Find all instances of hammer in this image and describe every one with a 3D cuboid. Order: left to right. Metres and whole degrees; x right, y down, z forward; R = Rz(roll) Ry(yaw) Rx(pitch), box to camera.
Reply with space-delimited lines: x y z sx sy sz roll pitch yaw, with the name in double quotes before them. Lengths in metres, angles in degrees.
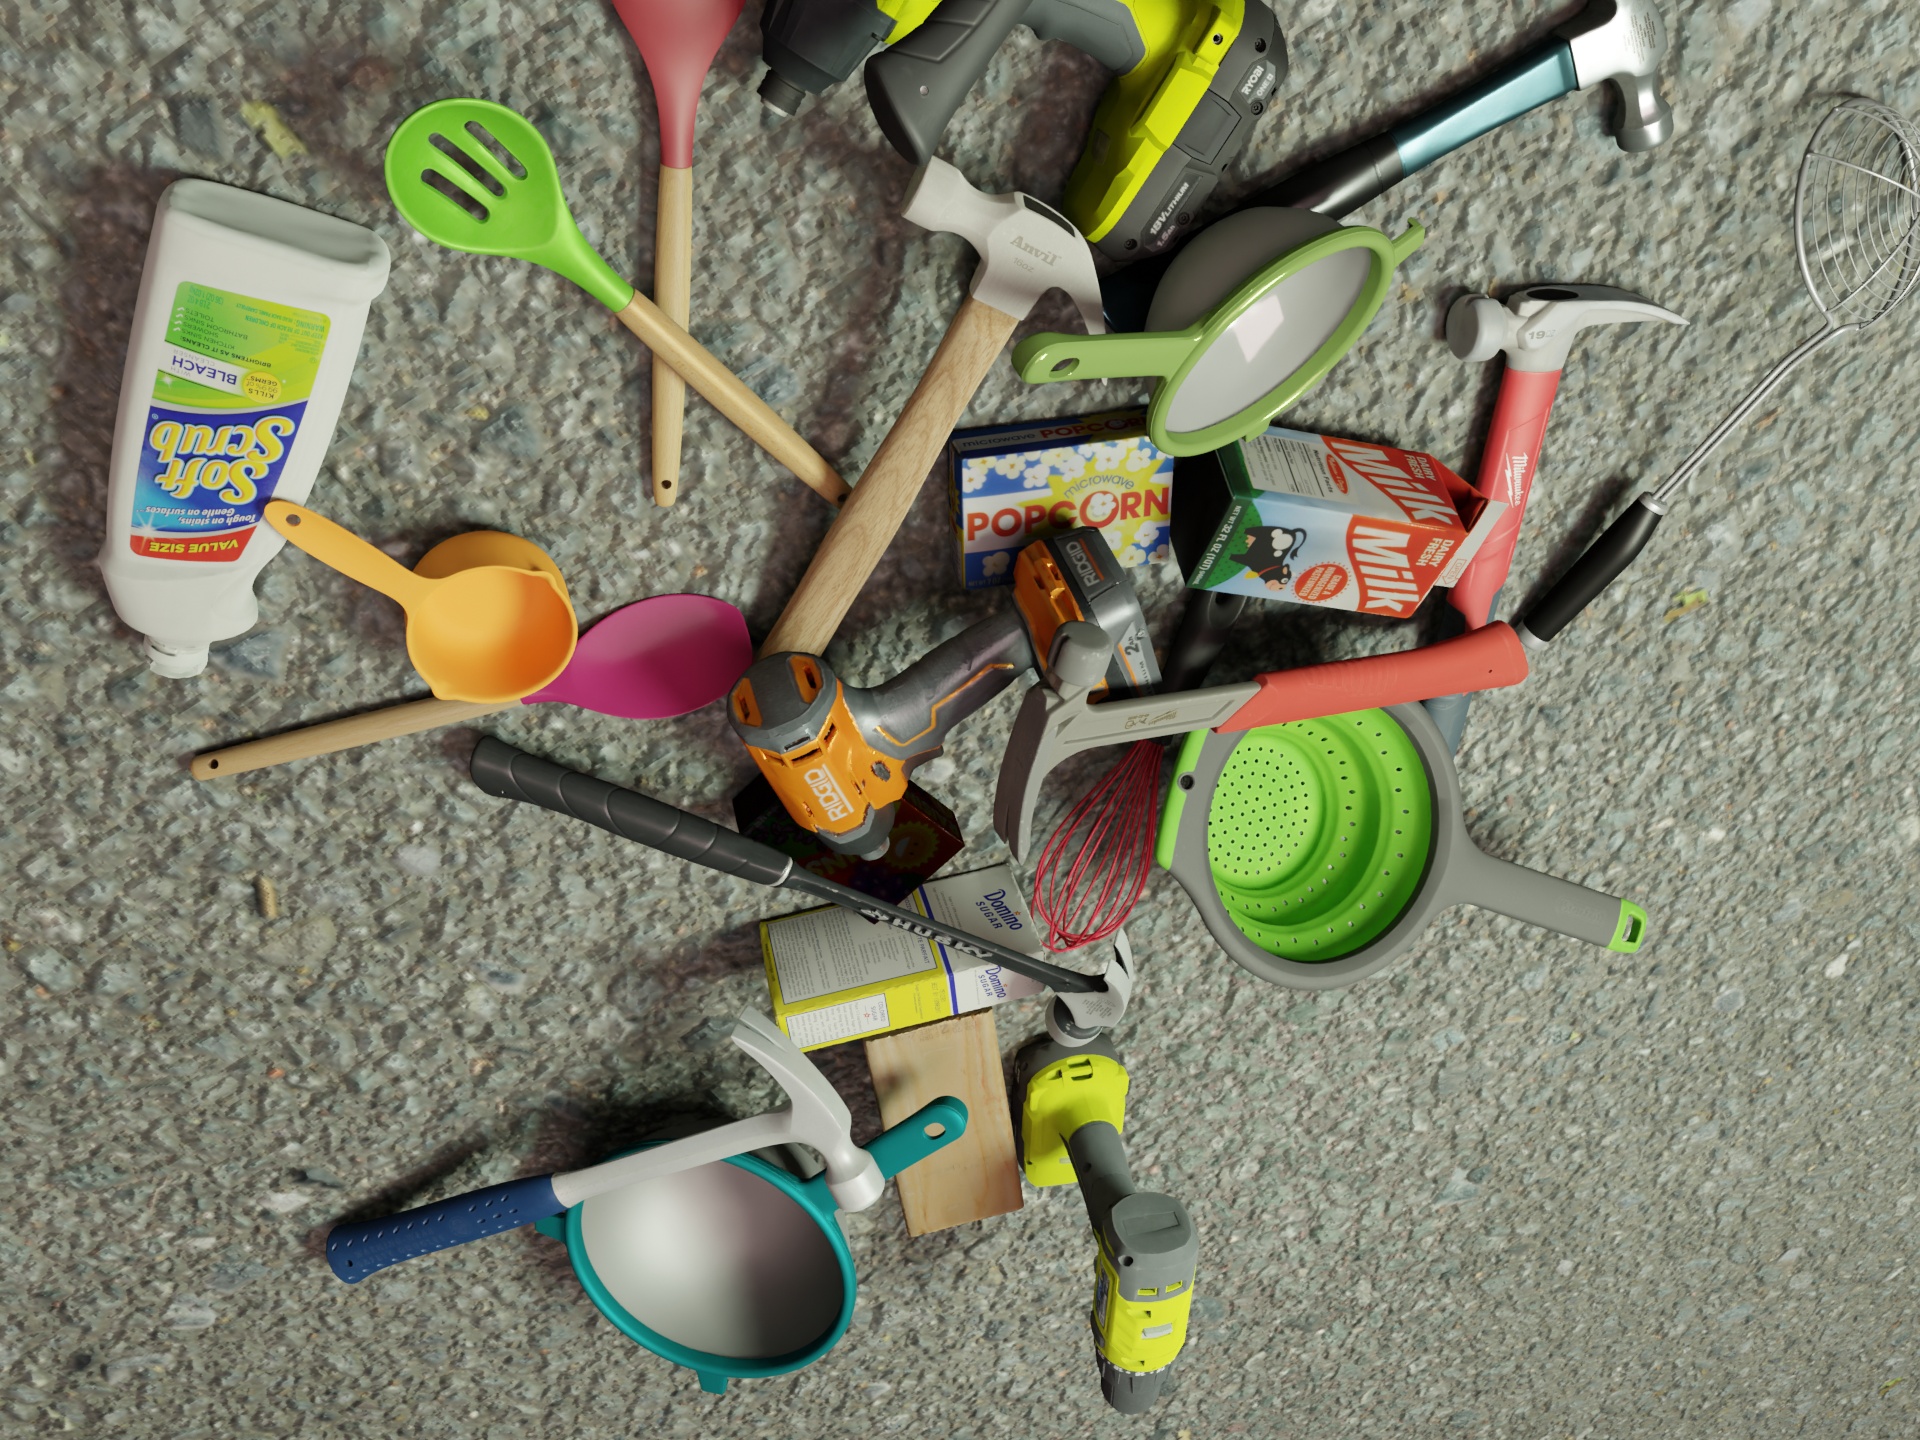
"hammer" -0.256 0.301 1.047 0.405 0.035 0.144 -21 107 19
"hammer" -0.090 0.094 0.929 0.409 0.036 0.149 21 154 -3
"hammer" -0.033 -0.129 0.848 0.130 0.031 0.331 21 128 -18
"hammer" 0.070 -0.379 0.673 0.146 0.035 0.335 35 89 -24
"hammer" 0.188 -0.007 0.924 0.359 0.037 0.149 -8 133 -28
"hammer" 0.219 -0.293 0.848 0.331 0.033 0.128 -28 127 4
"hammer" 0.345 -0.087 1.023 0.143 0.038 0.386 -6 125 -14

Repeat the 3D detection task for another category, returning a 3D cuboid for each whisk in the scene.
"whisk" 0.117 0.027 1.027 0.073 0.073 0.295 13 112 -24

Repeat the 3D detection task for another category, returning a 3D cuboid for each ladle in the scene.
"ladle" -0.142 -0.248 0.781 0.069 0.031 0.315 -2 126 -16

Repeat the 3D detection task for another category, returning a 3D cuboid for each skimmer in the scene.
"skimmer" 0.456 -0.199 0.983 0.127 0.090 0.363 8 132 -34

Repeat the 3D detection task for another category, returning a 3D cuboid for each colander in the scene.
"colander" 0.285 0.088 1.059 0.396 0.094 0.204 18 88 -22

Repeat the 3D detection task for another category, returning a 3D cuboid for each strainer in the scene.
"strainer" -0.118 0.320 1.101 0.340 0.095 0.211 -36 102 24
"strainer" 0.104 -0.199 0.775 0.256 0.069 0.151 -16 154 -43

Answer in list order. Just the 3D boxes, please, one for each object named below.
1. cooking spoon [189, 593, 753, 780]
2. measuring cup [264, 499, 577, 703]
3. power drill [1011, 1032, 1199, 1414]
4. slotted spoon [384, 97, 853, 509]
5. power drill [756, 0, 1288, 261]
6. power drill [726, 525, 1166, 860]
"cooking spoon" -0.276 -0.011 0.904 0.319 0.017 0.069 -14 95 -5
"measuring cup" -0.282 -0.077 0.832 0.095 0.052 0.173 -45 128 15
"power drill" 0.102 0.357 1.136 0.080 0.229 0.190 -7 125 -12
"slotted spoon" -0.151 -0.191 0.788 0.070 0.031 0.313 -42 134 11
"power drill" 0.026 -0.321 0.750 0.223 0.080 0.171 25 113 -24
"power drill" -0.001 -0.003 0.910 0.226 0.084 0.164 -24 139 1
